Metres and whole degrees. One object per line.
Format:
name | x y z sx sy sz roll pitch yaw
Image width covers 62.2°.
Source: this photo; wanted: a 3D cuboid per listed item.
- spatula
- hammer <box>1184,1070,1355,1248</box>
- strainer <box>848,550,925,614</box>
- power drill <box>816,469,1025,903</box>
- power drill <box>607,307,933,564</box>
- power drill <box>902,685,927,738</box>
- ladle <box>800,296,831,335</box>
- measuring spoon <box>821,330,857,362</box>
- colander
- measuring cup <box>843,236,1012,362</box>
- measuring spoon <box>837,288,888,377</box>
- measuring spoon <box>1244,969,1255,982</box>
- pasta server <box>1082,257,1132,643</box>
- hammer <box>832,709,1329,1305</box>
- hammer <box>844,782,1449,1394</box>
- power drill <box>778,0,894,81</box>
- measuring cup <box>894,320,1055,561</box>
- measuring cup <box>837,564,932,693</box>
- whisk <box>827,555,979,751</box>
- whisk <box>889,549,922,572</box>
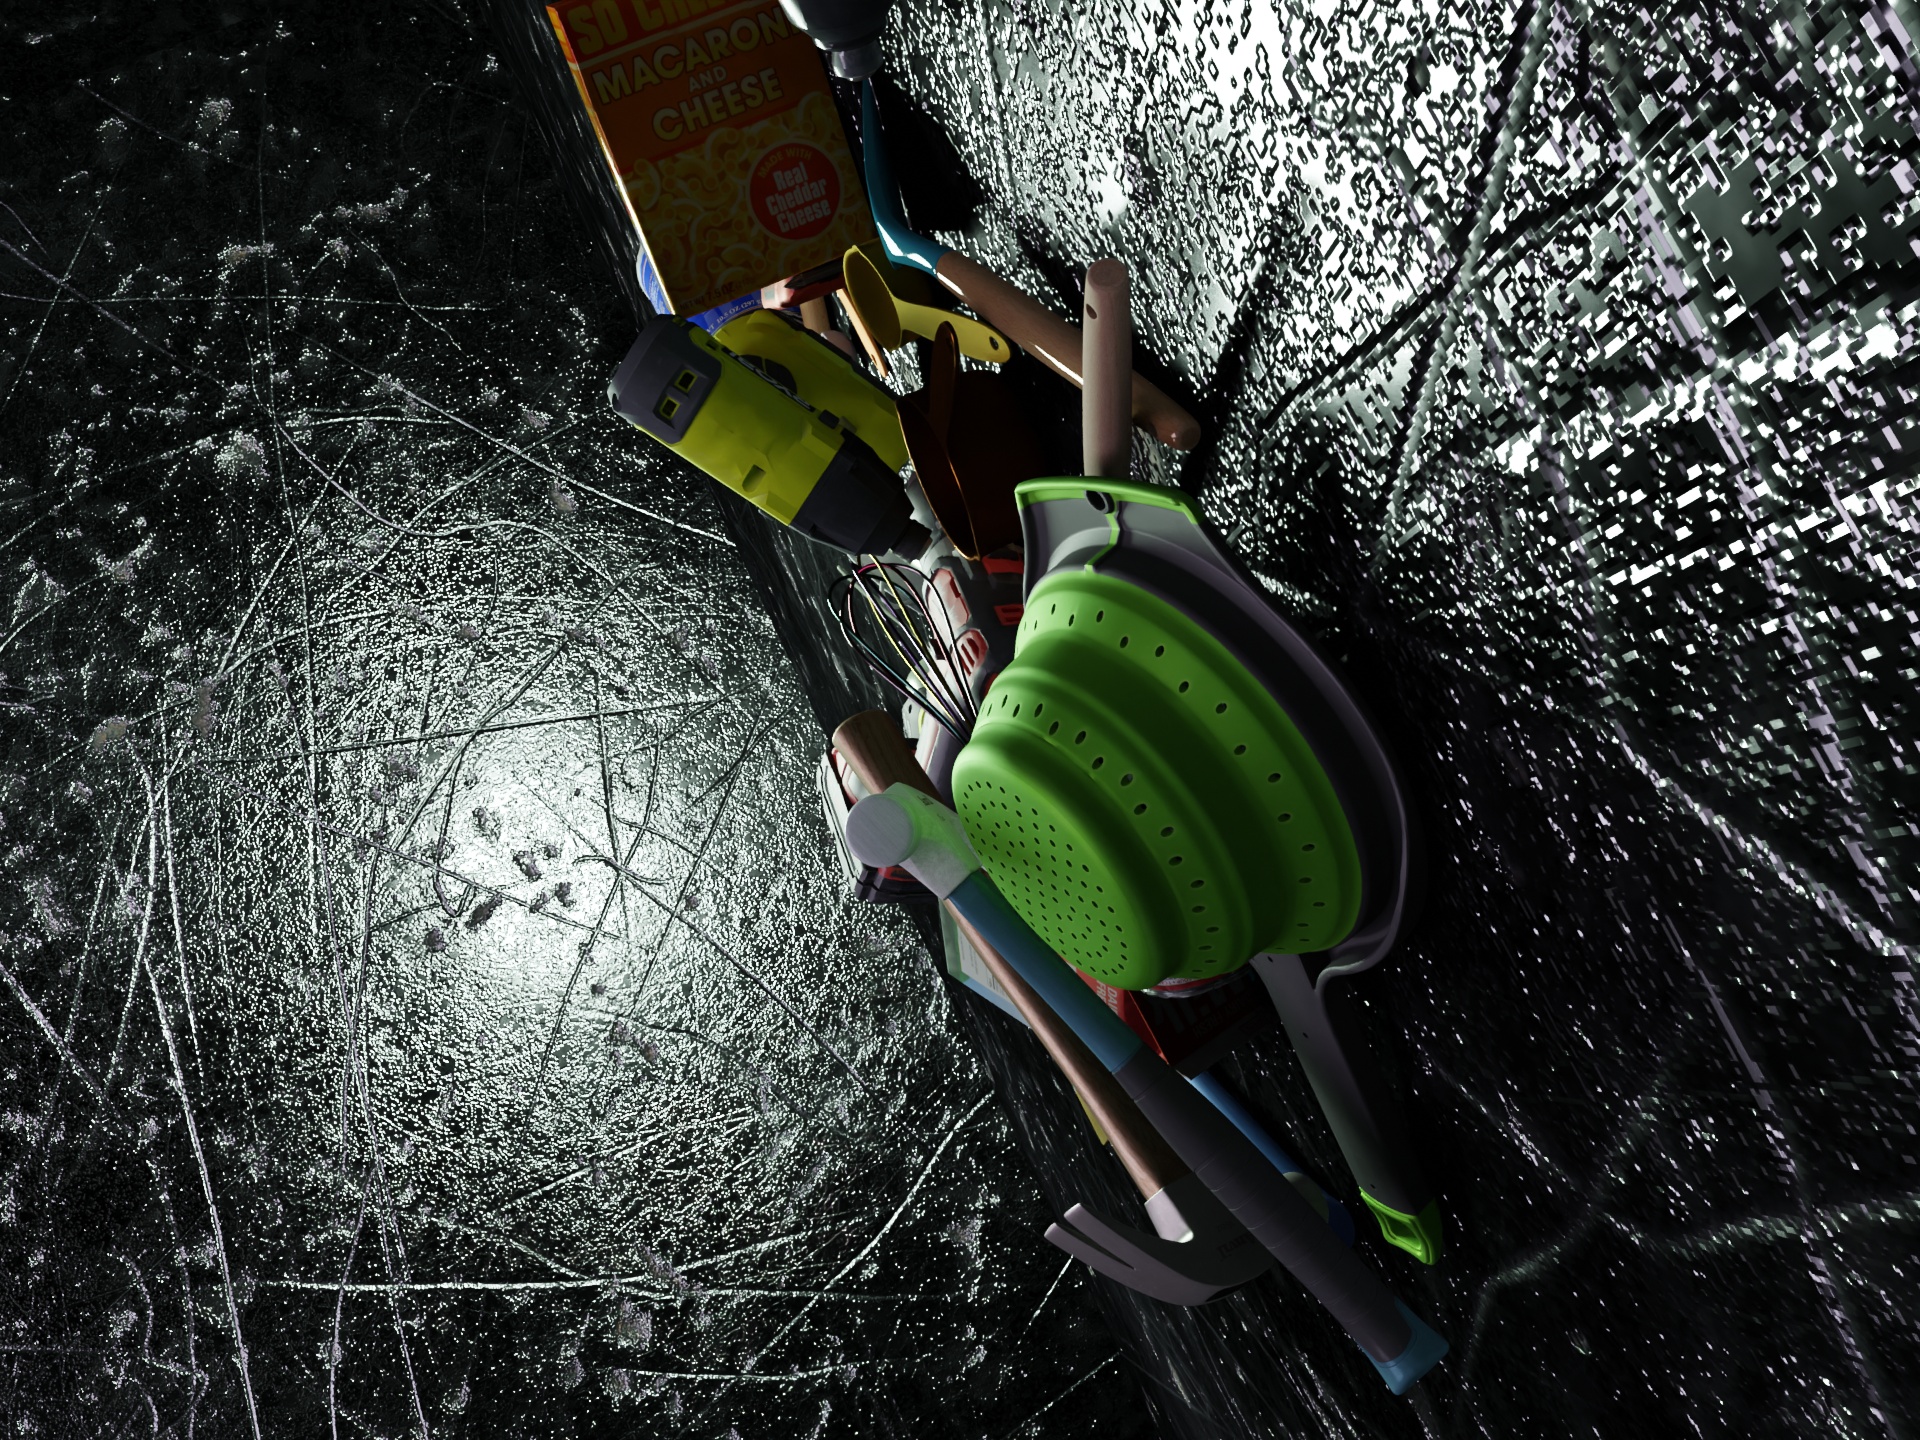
spatula | 0.017 -0.190 0.677 0.318 0.044 0.082 50 162 45
hammer | 0.139 0.222 1.034 0.144 0.035 0.406 69 171 -22
strainer | -0.049 -0.110 1.223 0.087 0.050 0.258 36 180 -7
power drill | -0.016 -0.022 0.938 0.188 0.080 0.226 -112 34 -42
power drill | -0.088 -0.155 0.866 0.171 0.080 0.223 33 -165 -9
power drill | 0.038 0.049 1.026 0.229 0.080 0.190 -137 31 -61
ladle | -0.096 -0.254 1.157 0.069 0.031 0.315 54 165 34
measuring spoon | -0.067 -0.224 1.119 0.034 0.018 0.124 57 175 44
colander | 0.098 0.098 0.627 0.205 0.094 0.396 17 139 57
measuring cup | -0.009 -0.208 0.802 0.157 0.029 0.062 36 152 49
measuring spoon | -0.075 -0.267 1.037 0.117 0.011 0.021 62 171 20
measuring spoon | 0.125 0.099 0.868 0.129 0.021 0.042 43 155 45
pasta server | 0.053 -0.079 0.632 0.060 0.040 0.316 46 170 17
hammer | 0.032 0.124 0.757 0.332 0.130 0.031 54 132 25
hammer | 0.080 0.153 0.673 0.331 0.033 0.128 46 -175 6
power drill | -0.095 -0.370 0.657 0.227 0.084 0.164 52 165 42
measuring cup | 0.012 -0.142 0.740 0.095 0.052 0.173 63 169 17
measuring cup | -0.039 -0.044 1.158 0.167 0.038 0.083 43 179 -11
whisk | -0.002 -0.004 0.795 0.245 0.051 0.047 56 133 35
whisk | -0.059 -0.141 1.126 0.059 0.058 0.247 18 -166 -38
